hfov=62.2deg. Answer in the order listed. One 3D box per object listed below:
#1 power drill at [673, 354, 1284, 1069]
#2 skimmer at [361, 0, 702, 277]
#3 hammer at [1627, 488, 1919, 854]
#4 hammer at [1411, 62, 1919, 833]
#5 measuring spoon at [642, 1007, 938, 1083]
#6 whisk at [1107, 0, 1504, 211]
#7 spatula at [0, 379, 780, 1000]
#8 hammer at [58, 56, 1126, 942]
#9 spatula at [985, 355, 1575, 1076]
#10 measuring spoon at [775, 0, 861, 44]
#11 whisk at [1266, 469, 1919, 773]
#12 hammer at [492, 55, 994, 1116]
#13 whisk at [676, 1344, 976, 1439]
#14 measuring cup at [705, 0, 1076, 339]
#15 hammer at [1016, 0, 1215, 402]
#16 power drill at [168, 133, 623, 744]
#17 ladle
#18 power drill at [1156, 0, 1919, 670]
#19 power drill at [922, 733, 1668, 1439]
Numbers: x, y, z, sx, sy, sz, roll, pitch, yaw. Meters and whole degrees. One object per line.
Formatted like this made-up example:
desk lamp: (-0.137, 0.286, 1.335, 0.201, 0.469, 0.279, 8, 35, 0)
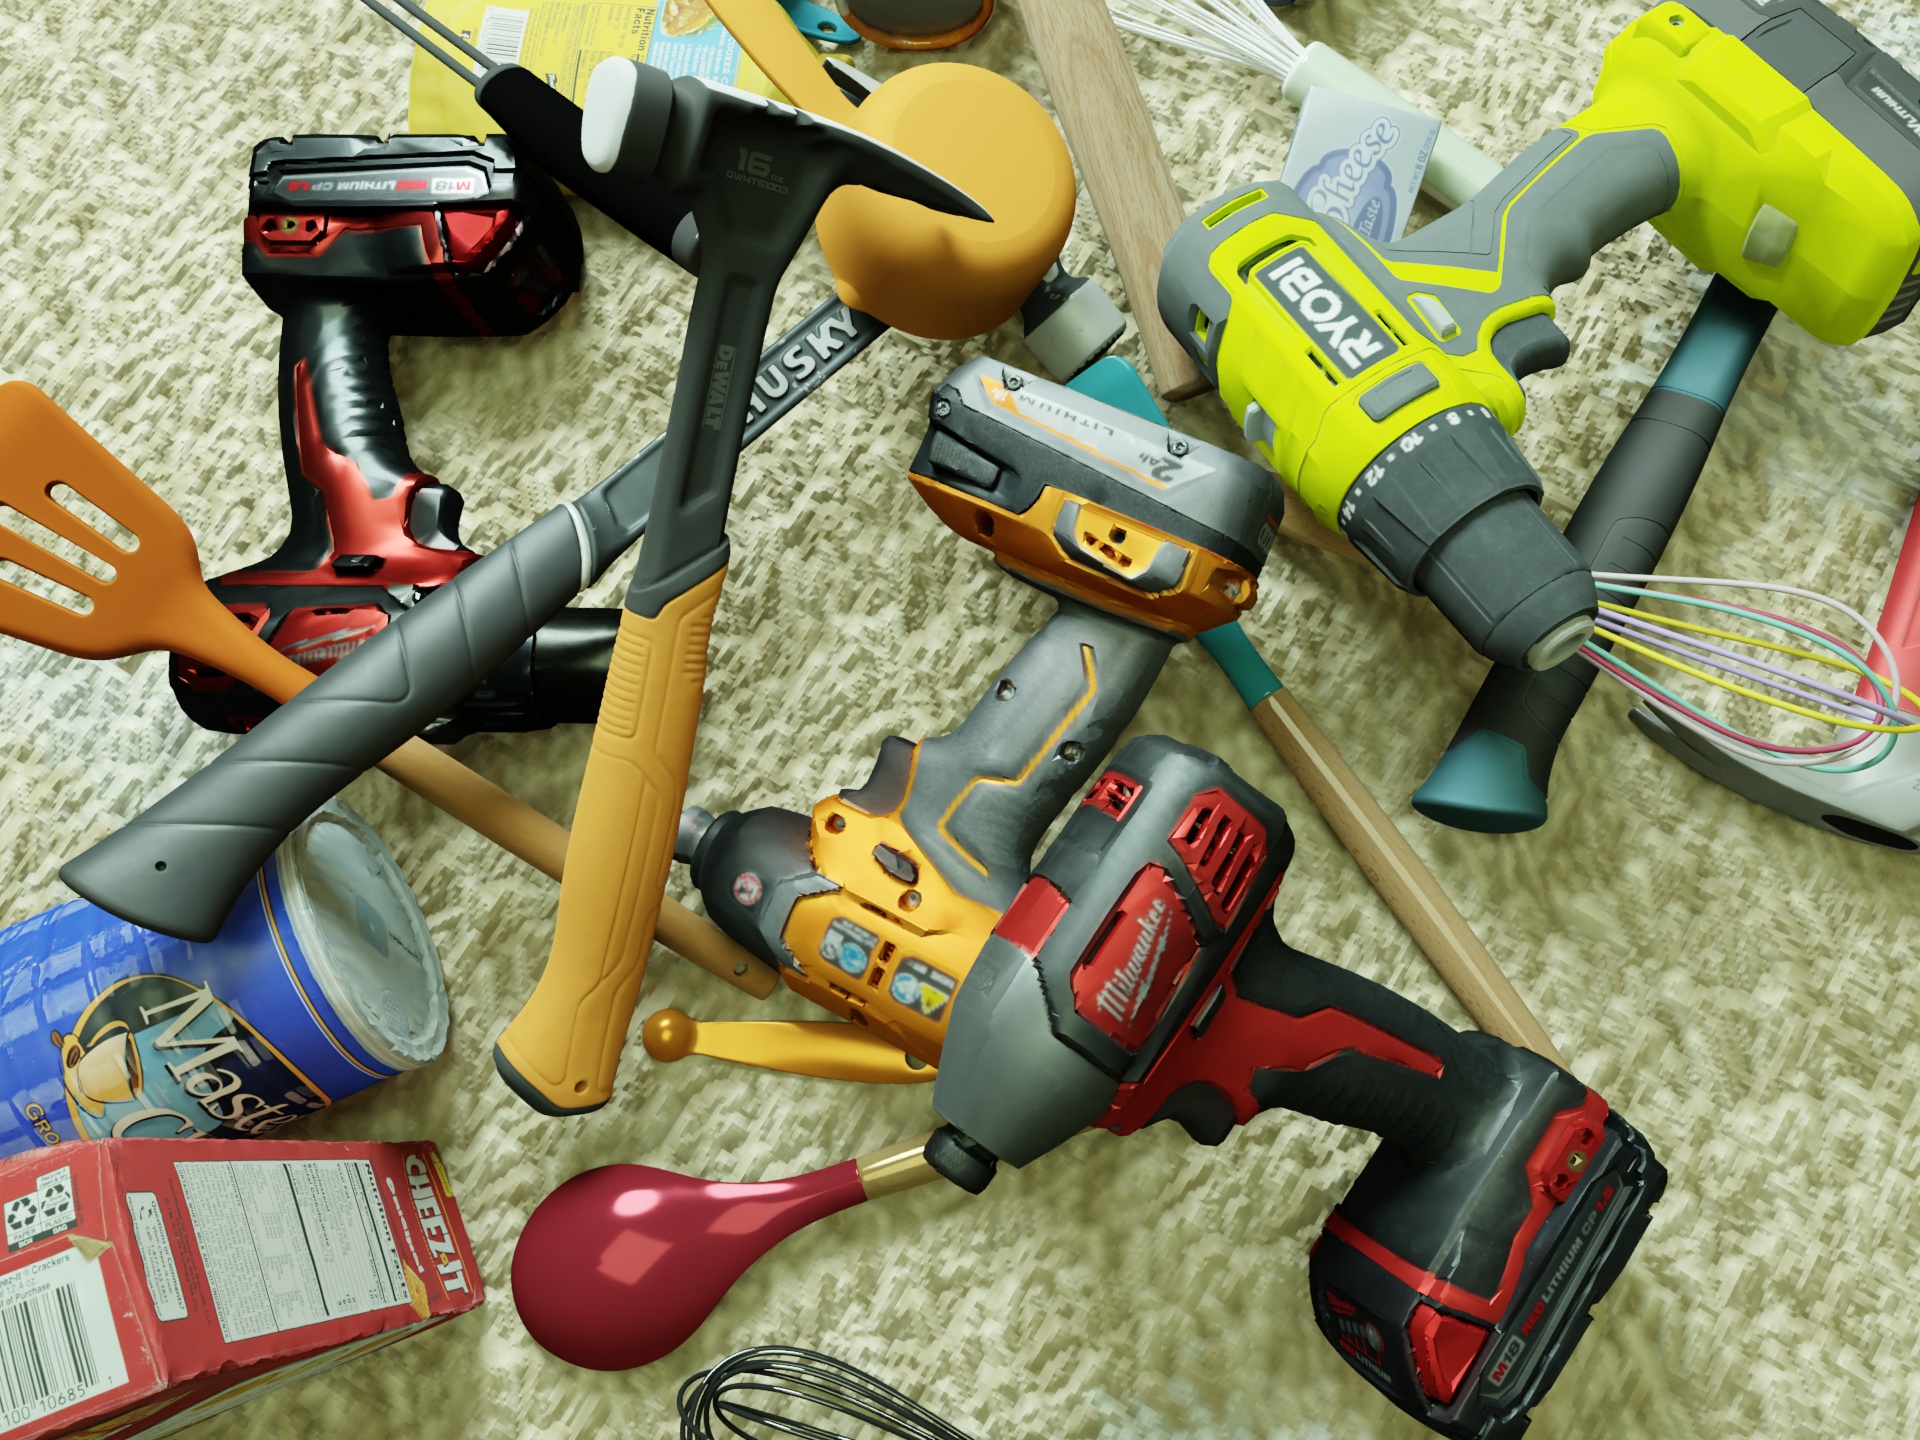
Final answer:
power drill: (-0.001, -0.002, 0.547, 0.164, 0.084, 0.226, 25, 96, 16)
skimmer: (-0.207, -0.279, 0.573, 0.127, 0.090, 0.363, -39, 64, -22)
hammer: (0.381, -0.140, 0.598, 0.143, 0.038, 0.386, 22, 79, 10)
hammer: (0.260, -0.103, 0.581, 0.128, 0.033, 0.331, 26, 81, 28)
measuring spoon: (-0.059, 0.118, 0.576, 0.117, 0.011, 0.021, 4, 77, 4)
whisk: (0.131, -0.266, 0.642, 0.246, 0.058, 0.059, 38, 116, 8)
spatula: (-0.199, 0.009, 0.546, 0.322, 0.041, 0.081, 34, 82, -10)
hammer: (-0.120, -0.076, 0.545, 0.409, 0.036, 0.149, -44, 97, -21)
spatula: (0.123, 0.014, 0.574, 0.082, 0.044, 0.318, -39, 78, 19)
measuring spoon: (-0.105, -0.305, 0.678, 0.128, 0.021, 0.042, 19, 56, -1)
whisk: (0.200, -0.042, 0.544, 0.245, 0.051, 0.047, 27, 62, 36)
hammer: (-0.089, -0.024, 0.514, 0.127, 0.034, 0.336, 5, 108, -35)
whisk: (0.021, 0.256, 0.523, 0.239, 0.055, 0.055, 14, 78, 3)
measuring cup: (-0.031, -0.215, 0.554, 0.173, 0.052, 0.095, 48, 69, -8)
hammer: (0.037, -0.280, 0.601, 0.130, 0.031, 0.331, -21, 89, -10)
power drill: (-0.192, -0.100, 0.605, 0.188, 0.080, 0.227, 1, 80, 4)
ladle: (-0.009, 0.154, 0.559, 0.315, 0.031, 0.069, -18, 80, -3)
power drill: (0.205, -0.135, 0.527, 0.228, 0.080, 0.191, -30, 65, -5)
power drill: (0.097, 0.120, 0.486, 0.219, 0.078, 0.143, 38, 81, -17)
